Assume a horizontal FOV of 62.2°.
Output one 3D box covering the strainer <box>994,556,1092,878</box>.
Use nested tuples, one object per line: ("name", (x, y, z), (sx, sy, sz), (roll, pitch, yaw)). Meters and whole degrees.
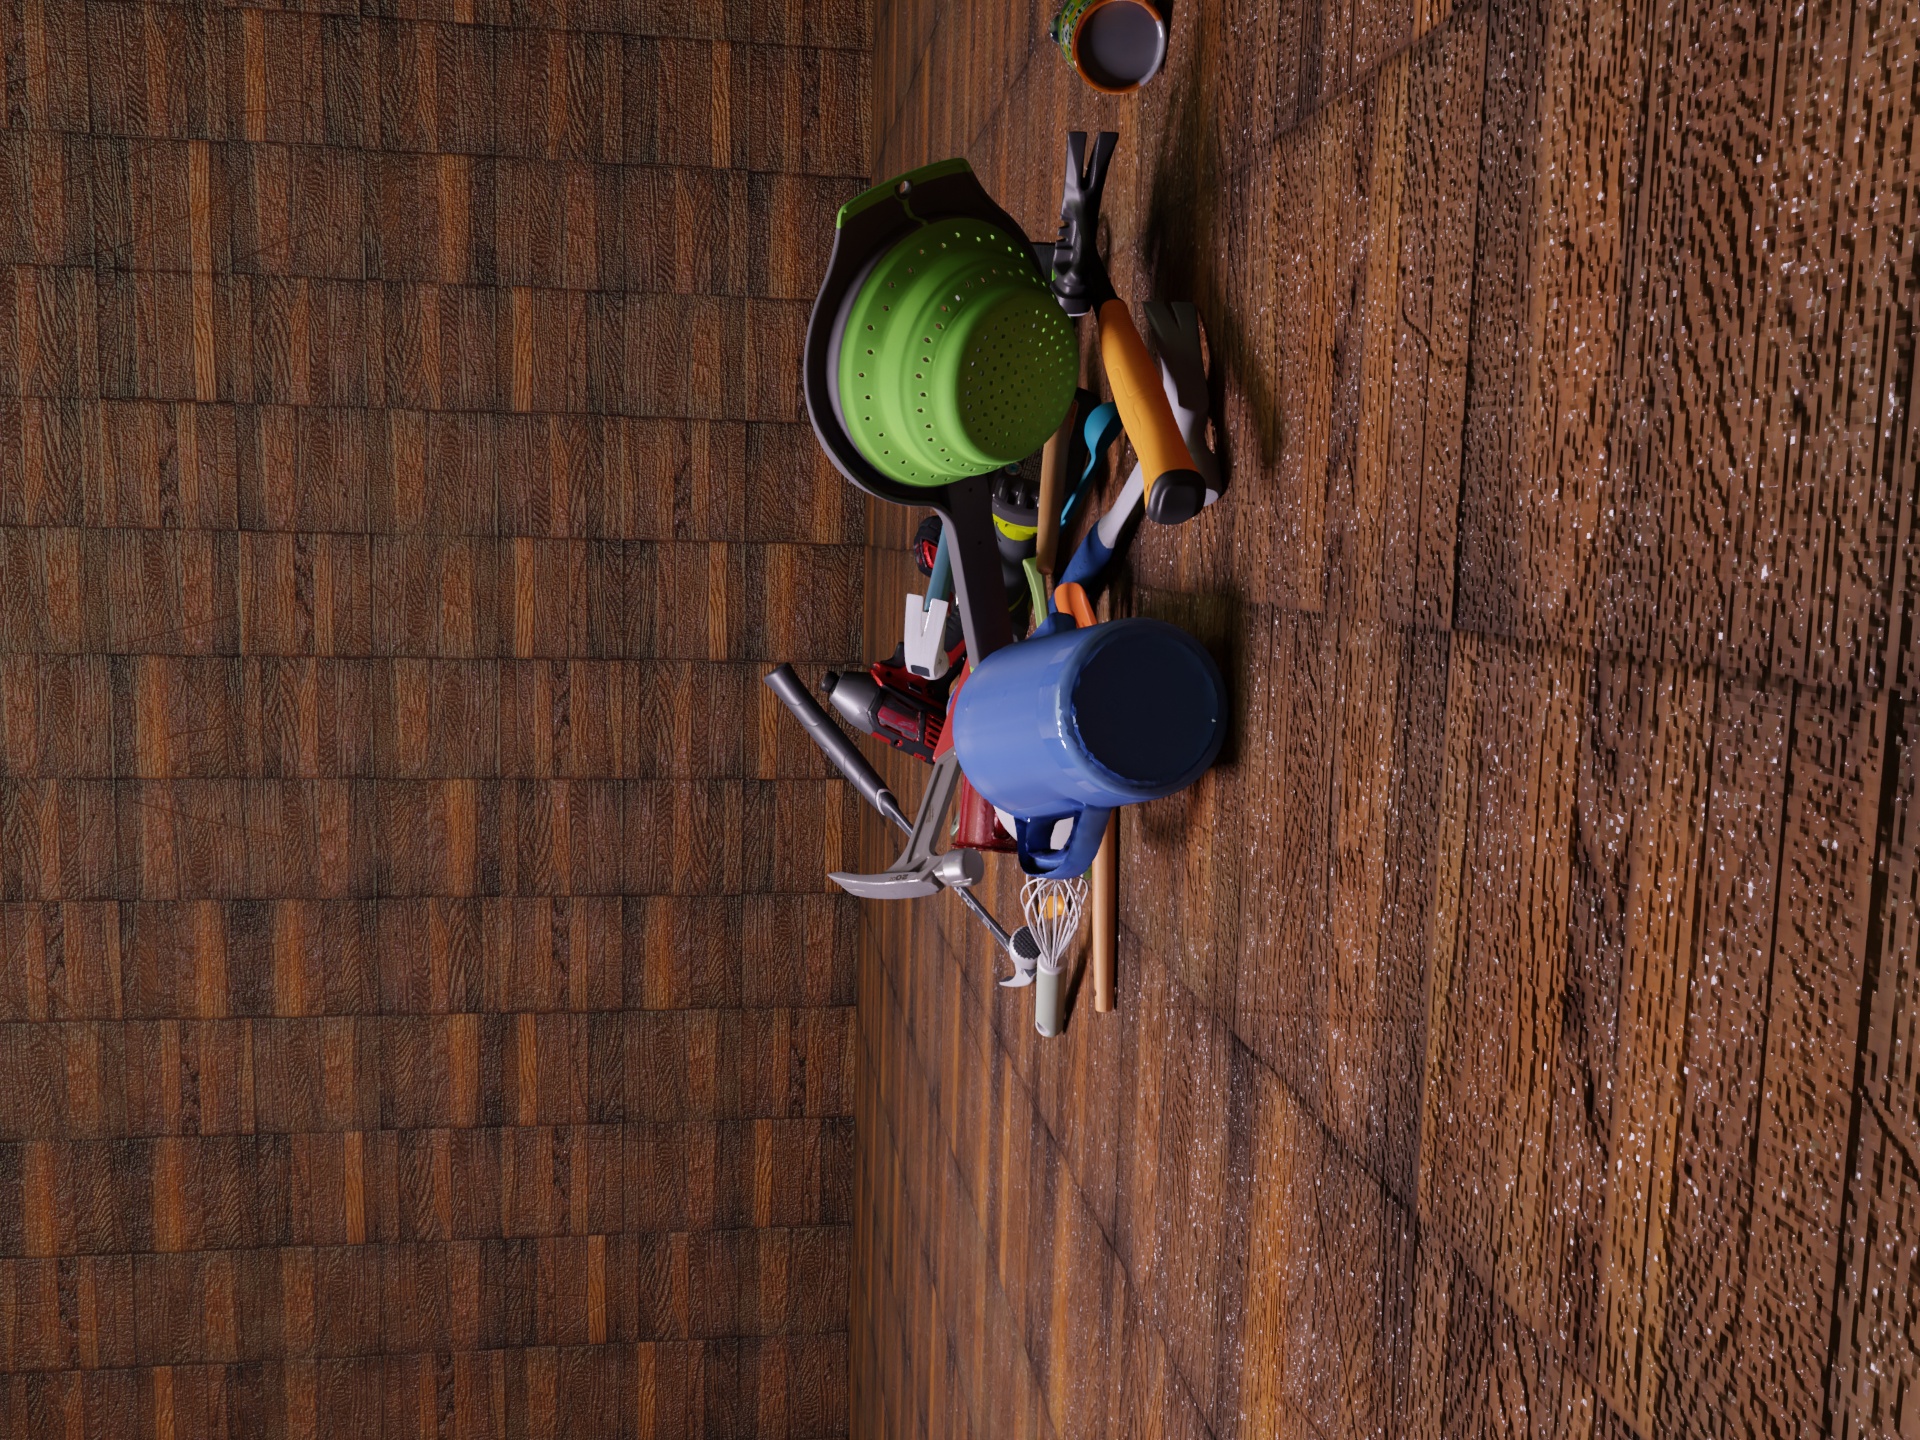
("strainer", (0.052, -0.001, 1.281), (0.151, 0.069, 0.256), (-127, 27, -75))

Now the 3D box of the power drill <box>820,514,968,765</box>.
("power drill", (-0.034, -0.081, 1.543), (0.220, 0.143, 0.078), (-65, 7, -3))

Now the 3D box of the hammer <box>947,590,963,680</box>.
("hammer", (-0.002, -0.115, 1.790), (0.386, 0.038, 0.143), (-110, 13, -79))

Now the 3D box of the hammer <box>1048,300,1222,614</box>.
("hammer", (0.110, -0.146, 1.146), (0.405, 0.035, 0.144), (116, 153, -71))

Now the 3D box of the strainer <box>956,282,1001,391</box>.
("strainer", (0.025, -0.325, 1.496), (0.086, 0.050, 0.259), (59, -168, -66))

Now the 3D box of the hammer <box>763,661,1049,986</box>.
("hammer", (-0.058, 0.094, 1.524), (0.409, 0.036, 0.149), (48, 163, 18))

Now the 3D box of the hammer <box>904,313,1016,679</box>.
("hammer", (0.002, -0.199, 1.322), (0.128, 0.033, 0.331), (22, -100, -85))

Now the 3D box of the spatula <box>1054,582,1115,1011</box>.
("spatula", (0.099, 0.058, 1.196), (0.081, 0.041, 0.322), (-174, 84, -79))

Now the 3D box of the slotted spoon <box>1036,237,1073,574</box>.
("slotted spoon", (0.077, -0.253, 1.219), (0.070, 0.031, 0.314), (117, 161, -66))

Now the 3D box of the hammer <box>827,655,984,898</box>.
("hammer", (-0.002, -0.005, 1.415), (0.036, 0.149, 0.359), (45, -130, -38))

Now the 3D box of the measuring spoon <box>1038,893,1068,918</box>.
("measuring spoon", (0.079, 0.165, 1.413), (0.117, 0.011, 0.021), (136, 134, -78))

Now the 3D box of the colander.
("colander", (0.021, -0.163, 1.065), (0.095, 0.204, 0.396), (30, 142, 43))

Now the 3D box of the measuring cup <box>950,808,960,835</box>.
("measuring cup", (0.014, 0.034, 1.558), (0.167, 0.038, 0.083), (-64, 21, 8))

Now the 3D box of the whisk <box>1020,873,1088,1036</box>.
("whisk", (0.075, 0.191, 1.290), (0.058, 0.059, 0.246), (42, 153, 30))

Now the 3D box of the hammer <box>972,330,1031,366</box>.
("hammer", (0.051, -0.367, 1.551), (0.335, 0.035, 0.146), (-144, 54, -79))

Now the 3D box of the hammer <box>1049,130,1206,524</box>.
("hammer", (0.100, -0.237, 0.977), (0.337, 0.034, 0.127), (-100, 12, -47))

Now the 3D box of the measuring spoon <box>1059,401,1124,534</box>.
("measuring spoon", (0.089, -0.188, 1.191), (0.042, 0.021, 0.128), (-38, -19, -46))

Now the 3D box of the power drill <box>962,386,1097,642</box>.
("power drill", (0.054, -0.181, 1.343), (0.223, 0.080, 0.171), (102, -177, -63))
